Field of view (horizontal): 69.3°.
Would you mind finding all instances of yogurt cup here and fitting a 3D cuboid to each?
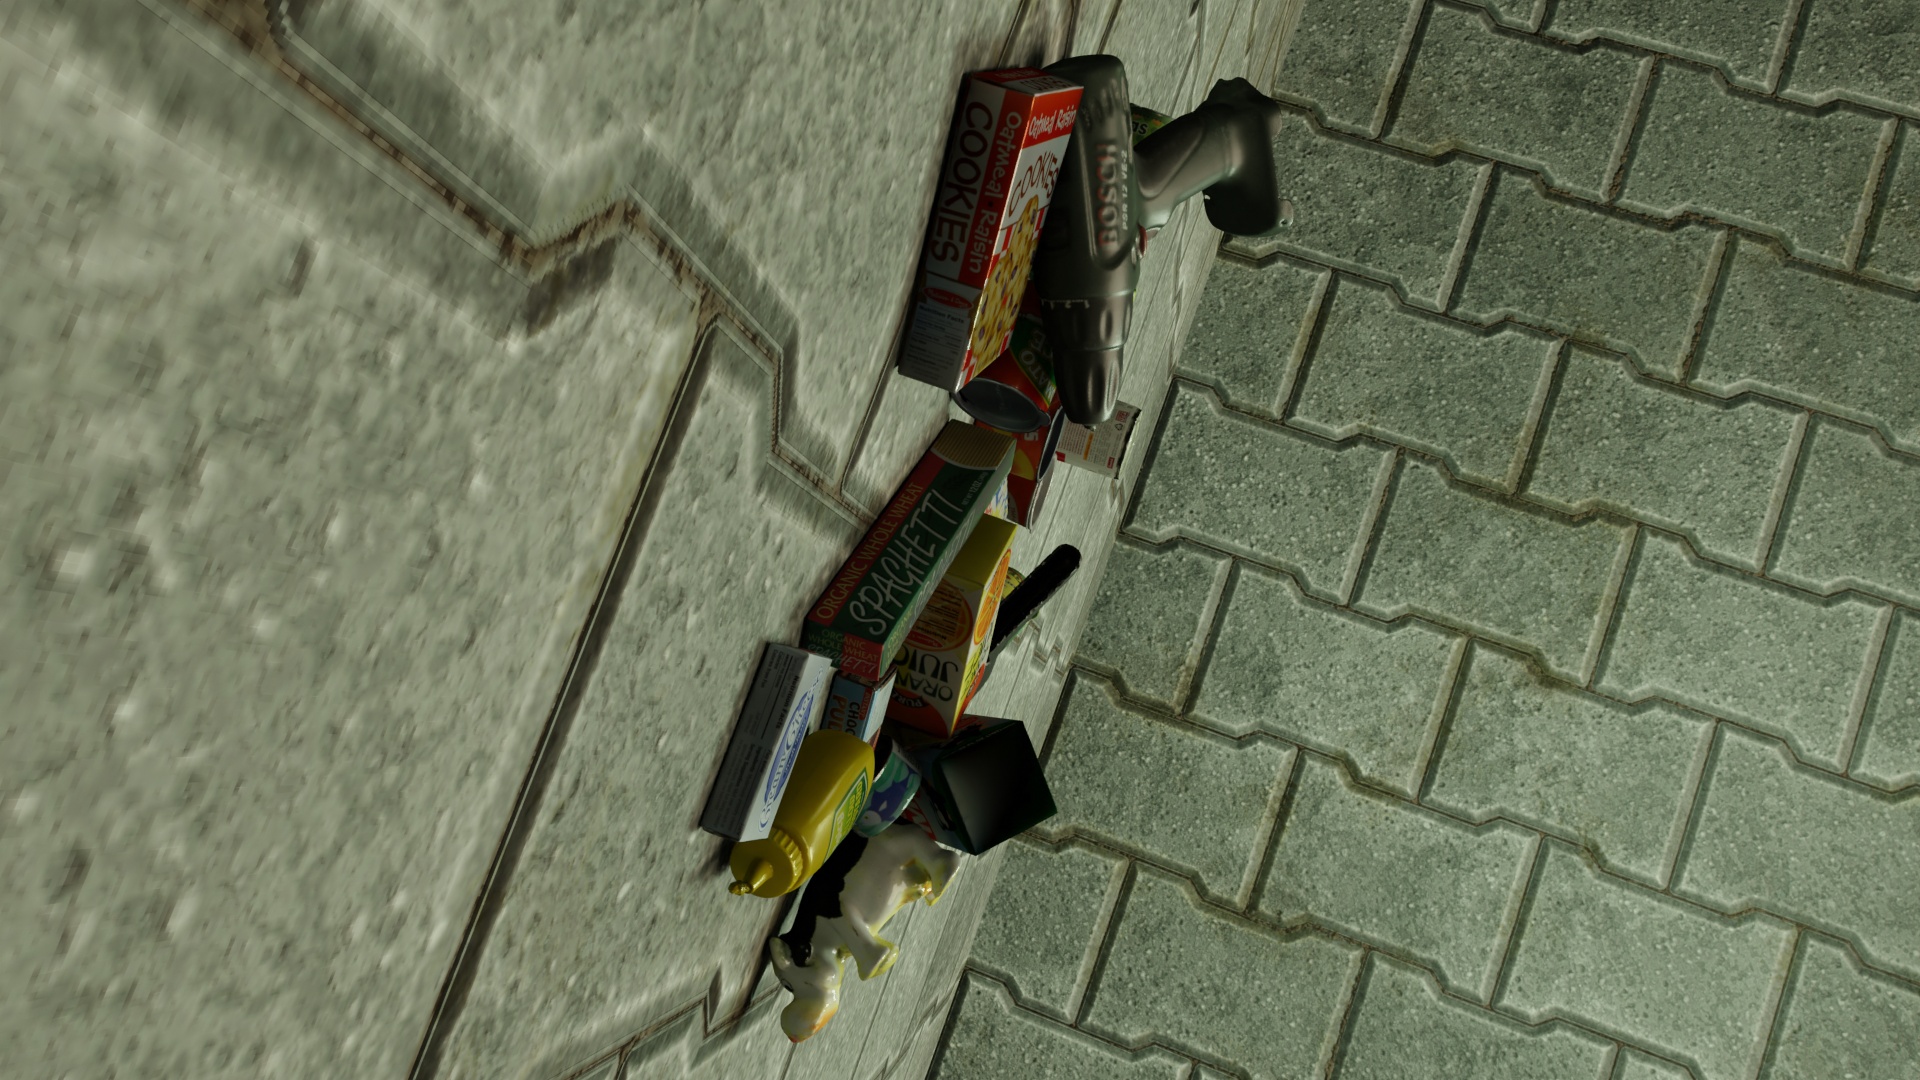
[{"bbox_3d":[0.044,-0.048,1.149,0.072,0.054,0.072,17,92,-80],"label":"yogurt cup"}]

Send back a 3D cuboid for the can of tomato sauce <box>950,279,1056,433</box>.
[{"bbox_3d":[0.040,-0.124,0.937,0.071,0.071,0.083,85,25,-67],"label":"can of tomato sauce"}]

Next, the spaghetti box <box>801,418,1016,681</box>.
[{"bbox_3d":[-0.026,-0.002,0.866,0.251,0.050,0.028,-58,162,-52],"label":"spaghetti box"}]

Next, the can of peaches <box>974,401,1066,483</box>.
[{"bbox_3d":[0.045,-0.086,1.071,0.071,0.058,0.071,17,92,-80],"label":"can of peaches"}]

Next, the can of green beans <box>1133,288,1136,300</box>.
[{"bbox_3d":[0.116,-0.203,1.218,0.071,0.071,0.057,-58,163,-52],"label":"can of green beans"}]

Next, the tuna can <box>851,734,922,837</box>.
[{"bbox_3d":[-0.061,0.173,0.964,0.071,0.033,0.071,-41,-163,15],"label":"tuna can"}]

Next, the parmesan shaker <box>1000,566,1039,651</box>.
[{"bbox_3d":[0.026,0.063,1.208,0.103,0.071,0.071,-34,142,-74],"label":"parmesan shaker"}]

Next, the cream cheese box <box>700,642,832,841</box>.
[{"bbox_3d":[-0.101,0.106,0.732,0.053,0.024,0.104,47,62,-77],"label":"cream cheese box"}]

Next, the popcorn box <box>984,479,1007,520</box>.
[{"bbox_3d":[0.004,-0.013,1.042,0.126,0.038,0.085,84,28,-69],"label":"popcorn box"}]

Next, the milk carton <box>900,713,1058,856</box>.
[{"bbox_3d":[-0.008,0.178,1.047,0.072,0.073,0.190,-23,-175,-21],"label":"milk carton"}]

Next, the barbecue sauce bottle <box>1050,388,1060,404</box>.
[{"bbox_3d":[0.069,-0.174,1.052,0.064,0.043,0.149,49,47,-37],"label":"barbecue sauce bottle"}]

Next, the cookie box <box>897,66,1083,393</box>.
[{"bbox_3d":[0.017,-0.181,0.795,0.123,0.040,0.166,-50,158,-65],"label":"cookie box"}]

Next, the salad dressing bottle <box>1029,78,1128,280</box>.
[{"bbox_3d":[0.069,-0.248,0.939,0.064,0.044,0.147,20,89,-73],"label":"salad dressing bottle"}]

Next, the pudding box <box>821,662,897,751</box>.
[{"bbox_3d":[-0.071,0.121,0.912,0.050,0.030,0.083,-47,154,-70],"label":"pudding box"}]

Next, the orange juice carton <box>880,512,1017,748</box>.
[{"bbox_3d":[-0.020,0.068,0.964,0.072,0.073,0.191,-60,166,-48],"label":"orange juice carton"}]

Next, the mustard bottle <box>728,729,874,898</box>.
[{"bbox_3d":[-0.096,0.166,0.803,0.161,0.049,0.065,-48,154,-66],"label":"mustard bottle"}]

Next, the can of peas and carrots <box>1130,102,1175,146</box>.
[{"bbox_3d":[0.153,-0.330,1.182,0.071,0.071,0.058,7,103,-80],"label":"can of peas and carrots"}]
